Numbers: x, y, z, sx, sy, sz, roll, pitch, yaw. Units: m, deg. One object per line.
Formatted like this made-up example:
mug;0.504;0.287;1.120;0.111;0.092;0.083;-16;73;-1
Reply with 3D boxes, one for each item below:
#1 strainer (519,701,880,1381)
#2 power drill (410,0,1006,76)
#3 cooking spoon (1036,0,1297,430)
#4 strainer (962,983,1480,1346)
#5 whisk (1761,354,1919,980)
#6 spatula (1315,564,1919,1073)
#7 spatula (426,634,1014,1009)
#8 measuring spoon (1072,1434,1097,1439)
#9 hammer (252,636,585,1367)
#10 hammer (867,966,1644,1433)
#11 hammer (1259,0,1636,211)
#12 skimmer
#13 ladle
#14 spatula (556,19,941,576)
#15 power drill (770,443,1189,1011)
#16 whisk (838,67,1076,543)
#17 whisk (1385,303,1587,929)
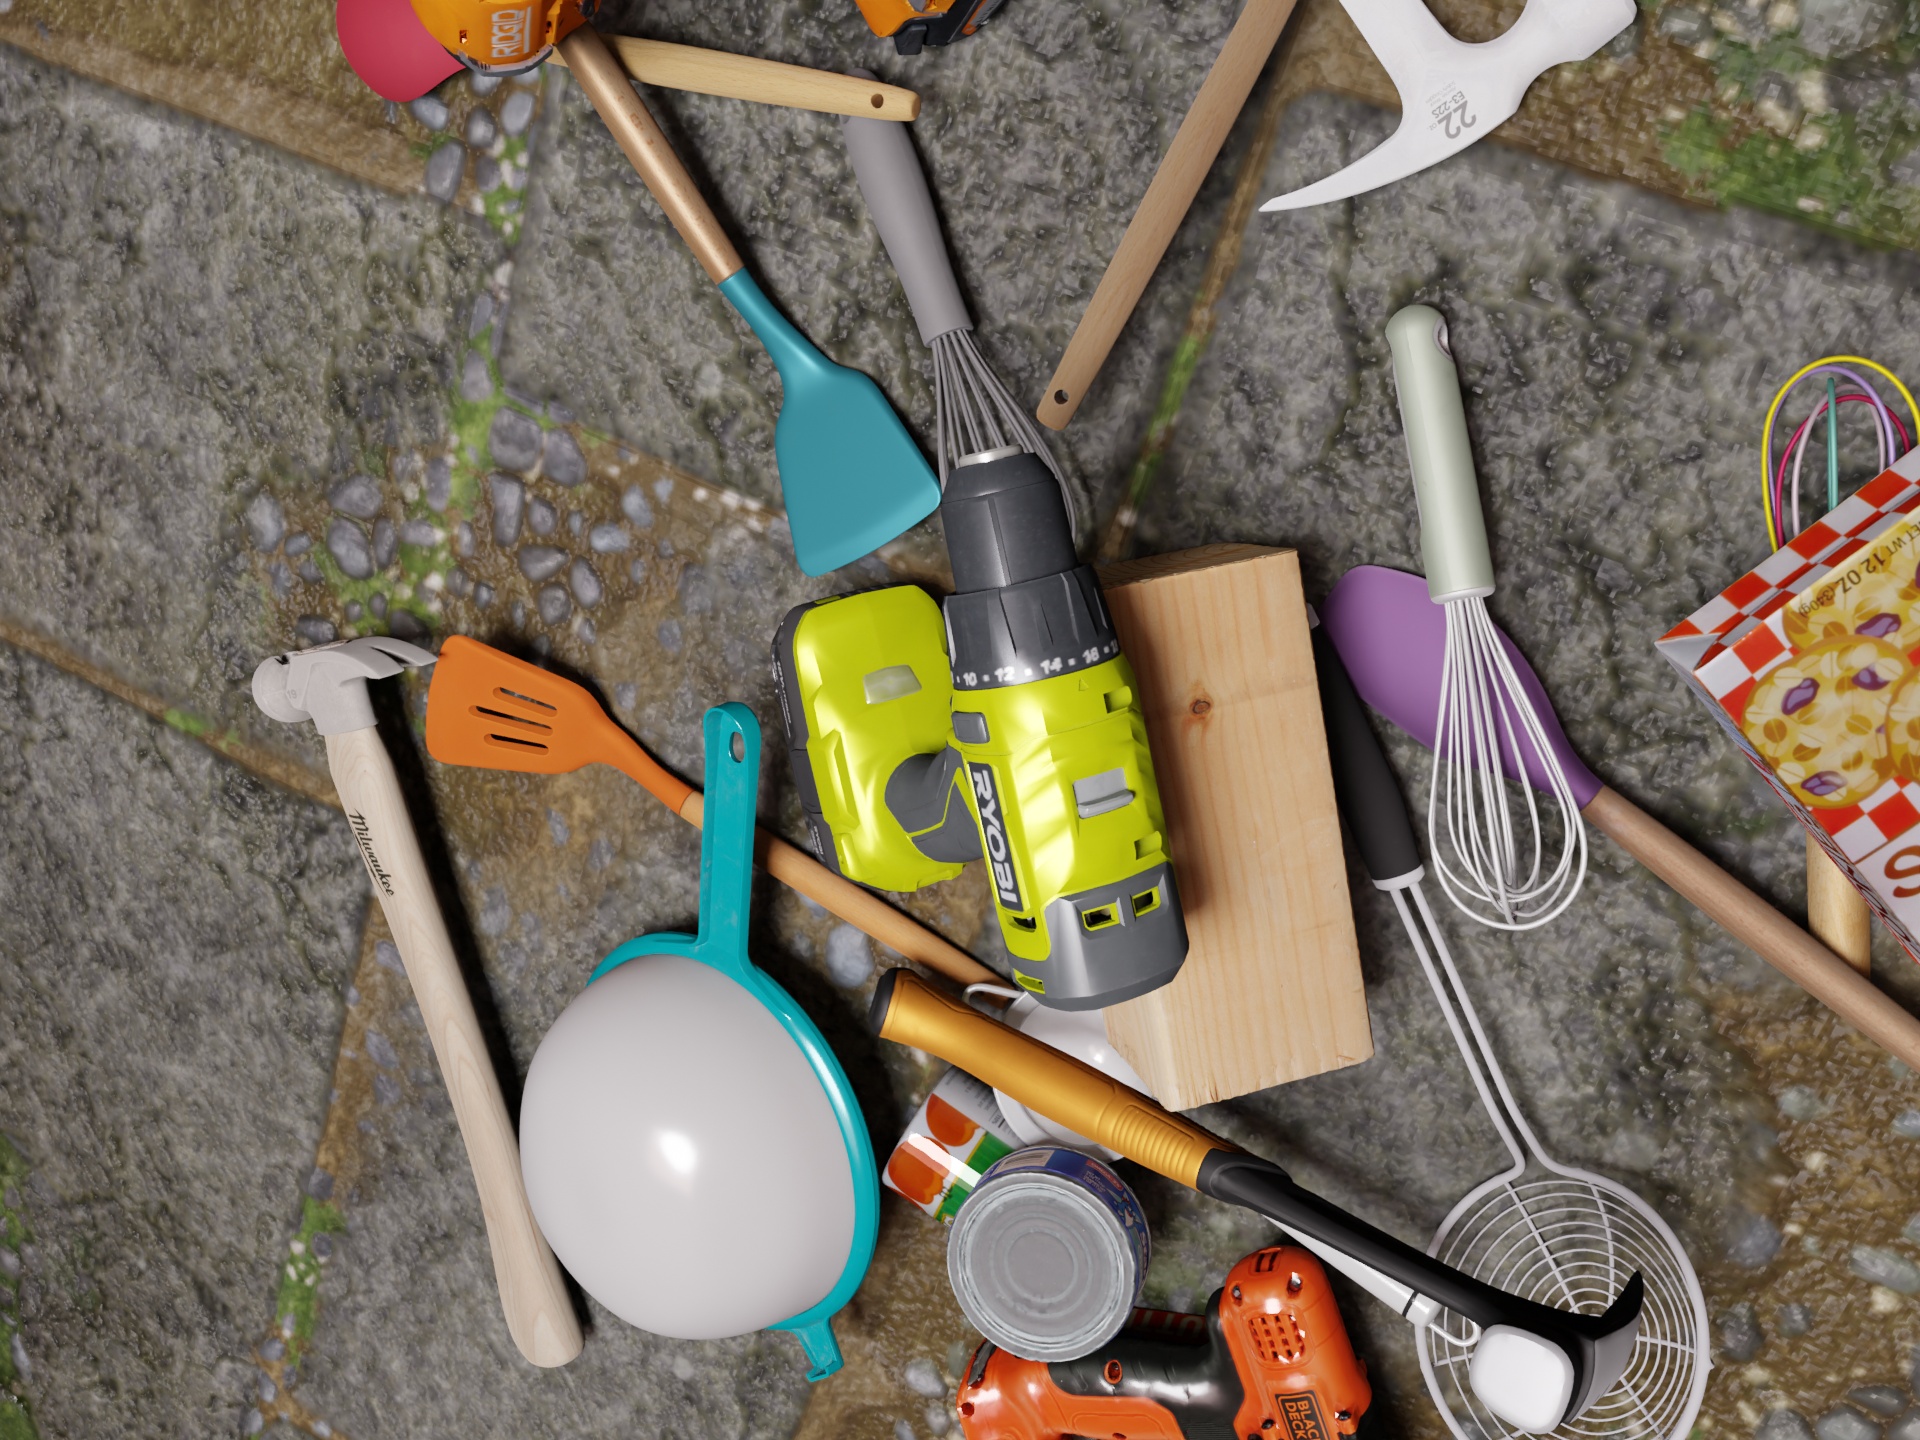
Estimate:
strainer;-0.140;0.158;0.743;0.211;0.095;0.340;22;117;32
power drill;-0.094;-0.293;0.598;0.226;0.164;0.084;-14;98;-16
cooking spoon;0.107;-0.248;0.584;0.069;0.017;0.318;31;114;4
strainer;0.109;0.189;0.696;0.259;0.050;0.087;31;94;29
whisk;0.329;-0.011;0.592;0.047;0.051;0.245;-5;104;16
spatula;0.271;0.045;0.625;0.316;0.018;0.059;41;117;15
spatula;-0.118;0.057;0.776;0.323;0.041;0.081;30;125;10
measuring spoon;0.029;0.317;0.796;0.034;0.018;0.124;-29;91;24
hammer;-0.265;0.156;0.839;0.146;0.038;0.410;-3;106;45
hammer;0.098;0.174;0.641;0.337;0.127;0.034;20;95;36
hammer;0.067;-0.374;0.583;0.144;0.035;0.405;-36;95;25
skimmer;0.192;0.129;0.647;0.127;0.090;0.363;-21;94;43
ladle;-0.159;-0.293;0.701;0.315;0.031;0.069;17;112;20
spatula;-0.117;-0.214;0.688;0.082;0.044;0.317;-25;107;29
power drill;-0.001;-0.002;0.622;0.080;0.228;0.190;-16;98;-22
whisk;-0.006;-0.165;0.681;0.055;0.055;0.239;-20;90;24
whisk;0.196;-0.041;0.617;0.059;0.057;0.246;-11;86;34
